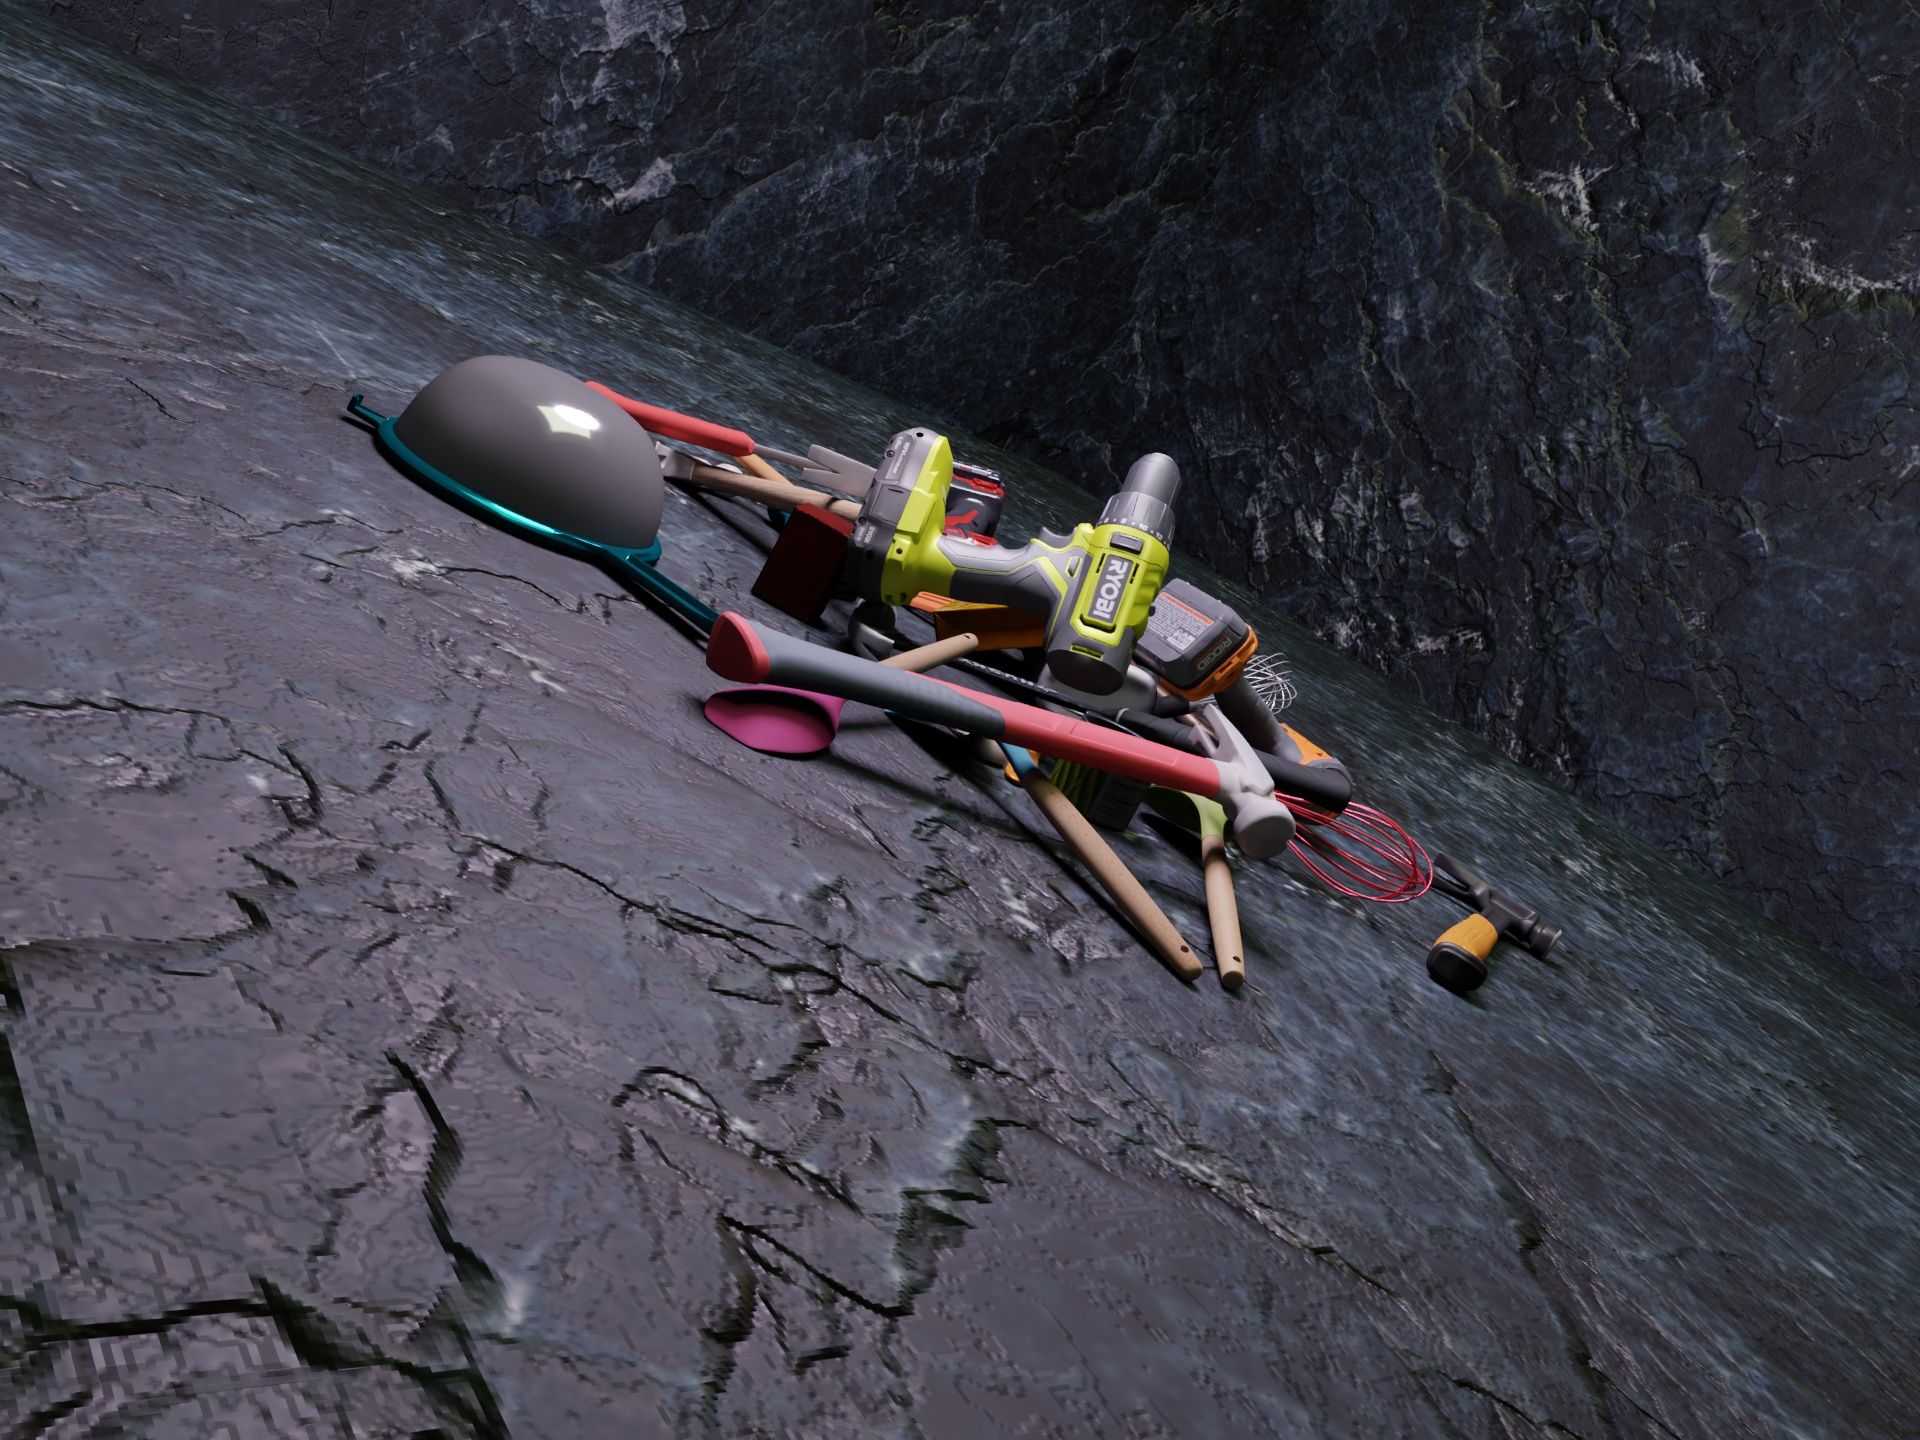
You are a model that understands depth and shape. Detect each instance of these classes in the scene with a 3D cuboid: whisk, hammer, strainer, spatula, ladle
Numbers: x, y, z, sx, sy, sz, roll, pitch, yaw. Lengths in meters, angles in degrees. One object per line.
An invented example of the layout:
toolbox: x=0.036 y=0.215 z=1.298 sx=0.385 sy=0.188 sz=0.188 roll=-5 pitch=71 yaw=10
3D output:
whisk: x=0.233 y=-0.020 z=1.521 sx=0.284 sy=0.070 sz=0.070 roll=-12 pitch=39 yaw=-45
hammer: x=0.419 y=0.171 z=1.309 sx=0.127 sy=0.034 sz=0.336 roll=34 pitch=14 yaw=20
strainer: x=-0.247 y=-0.166 z=1.092 sx=0.341 sy=0.095 sz=0.211 roll=35 pitch=14 yaw=30
spatula: x=0.056 y=0.061 z=0.996 sx=0.082 sy=0.044 sz=0.318 roll=-3 pitch=35 yaw=-31
hammer: x=-0.221 y=-0.254 z=1.430 sx=0.359 sy=0.036 sz=0.149 roll=21 pitch=7 yaw=30
ladle: x=0.163 y=0.103 z=1.057 sx=0.078 sy=0.062 sz=0.320 roll=27 pitch=20 yaw=-5
spatula: x=-0.112 y=-0.185 z=1.497 sx=0.323 sy=0.041 sz=0.081 roll=40 pitch=25 yaw=9
hammer: x=0.027 y=-0.007 z=0.999 sx=0.386 sy=0.038 sz=0.143 roll=16 pitch=27 yaw=-23
hammer: x=-0.155 y=-0.194 z=1.376 sx=0.331 sy=0.031 sz=0.130 roll=22 pitch=8 yaw=41
whisk: x=0.253 y=0.067 z=1.313 sx=0.296 sy=0.073 sz=0.073 roll=30 pitch=12 yaw=31
hammer: x=0.107 y=-0.006 z=1.221 sx=0.409 sy=0.036 sz=0.149 roll=19 pitch=14 yaw=-5

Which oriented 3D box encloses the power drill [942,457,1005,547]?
power drill: x=-0.045 y=-0.204 z=1.617 sx=0.188 sy=0.080 sz=0.227 roll=15 pitch=26 yaw=-1

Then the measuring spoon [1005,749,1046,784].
measuring spoon: x=0.048 y=0.029 z=1.139 sx=0.021 sy=0.011 sz=0.117 roll=29 pitch=13 yaw=4

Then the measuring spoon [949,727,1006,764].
measuring spoon: x=-0.002 y=-0.004 z=1.146 sx=0.034 sy=0.018 sz=0.124 roll=18 pitch=16 yaw=-37

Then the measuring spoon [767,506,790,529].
measuring spoon: x=-0.161 y=-0.172 z=1.476 sx=0.042 sy=0.021 sz=0.129 roll=30 pitch=20 yaw=-25

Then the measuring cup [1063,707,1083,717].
measuring cup: x=0.149 y=0.035 z=1.278 sx=0.168 sy=0.038 sz=0.083 roll=26 pitch=13 yaw=18

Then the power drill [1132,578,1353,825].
power drill: x=0.239 y=-0.016 z=1.402 sx=0.226 sy=0.084 sz=0.164 roll=48 pitch=-1 yaw=-28

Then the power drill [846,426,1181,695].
power drill: x=0.046 y=-0.139 z=1.204 sx=0.228 sy=0.191 sz=0.080 roll=18 pitch=-18 yaw=9

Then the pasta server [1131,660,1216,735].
pasta server: x=0.202 y=-0.011 z=1.580 sx=0.060 sy=0.040 sz=0.317 roll=15 pitch=23 yaw=-45

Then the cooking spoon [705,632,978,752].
cooking spoon: x=-0.061 y=-0.026 z=1.023 sx=0.069 sy=0.017 sz=0.319 roll=32 pitch=23 yaw=16
